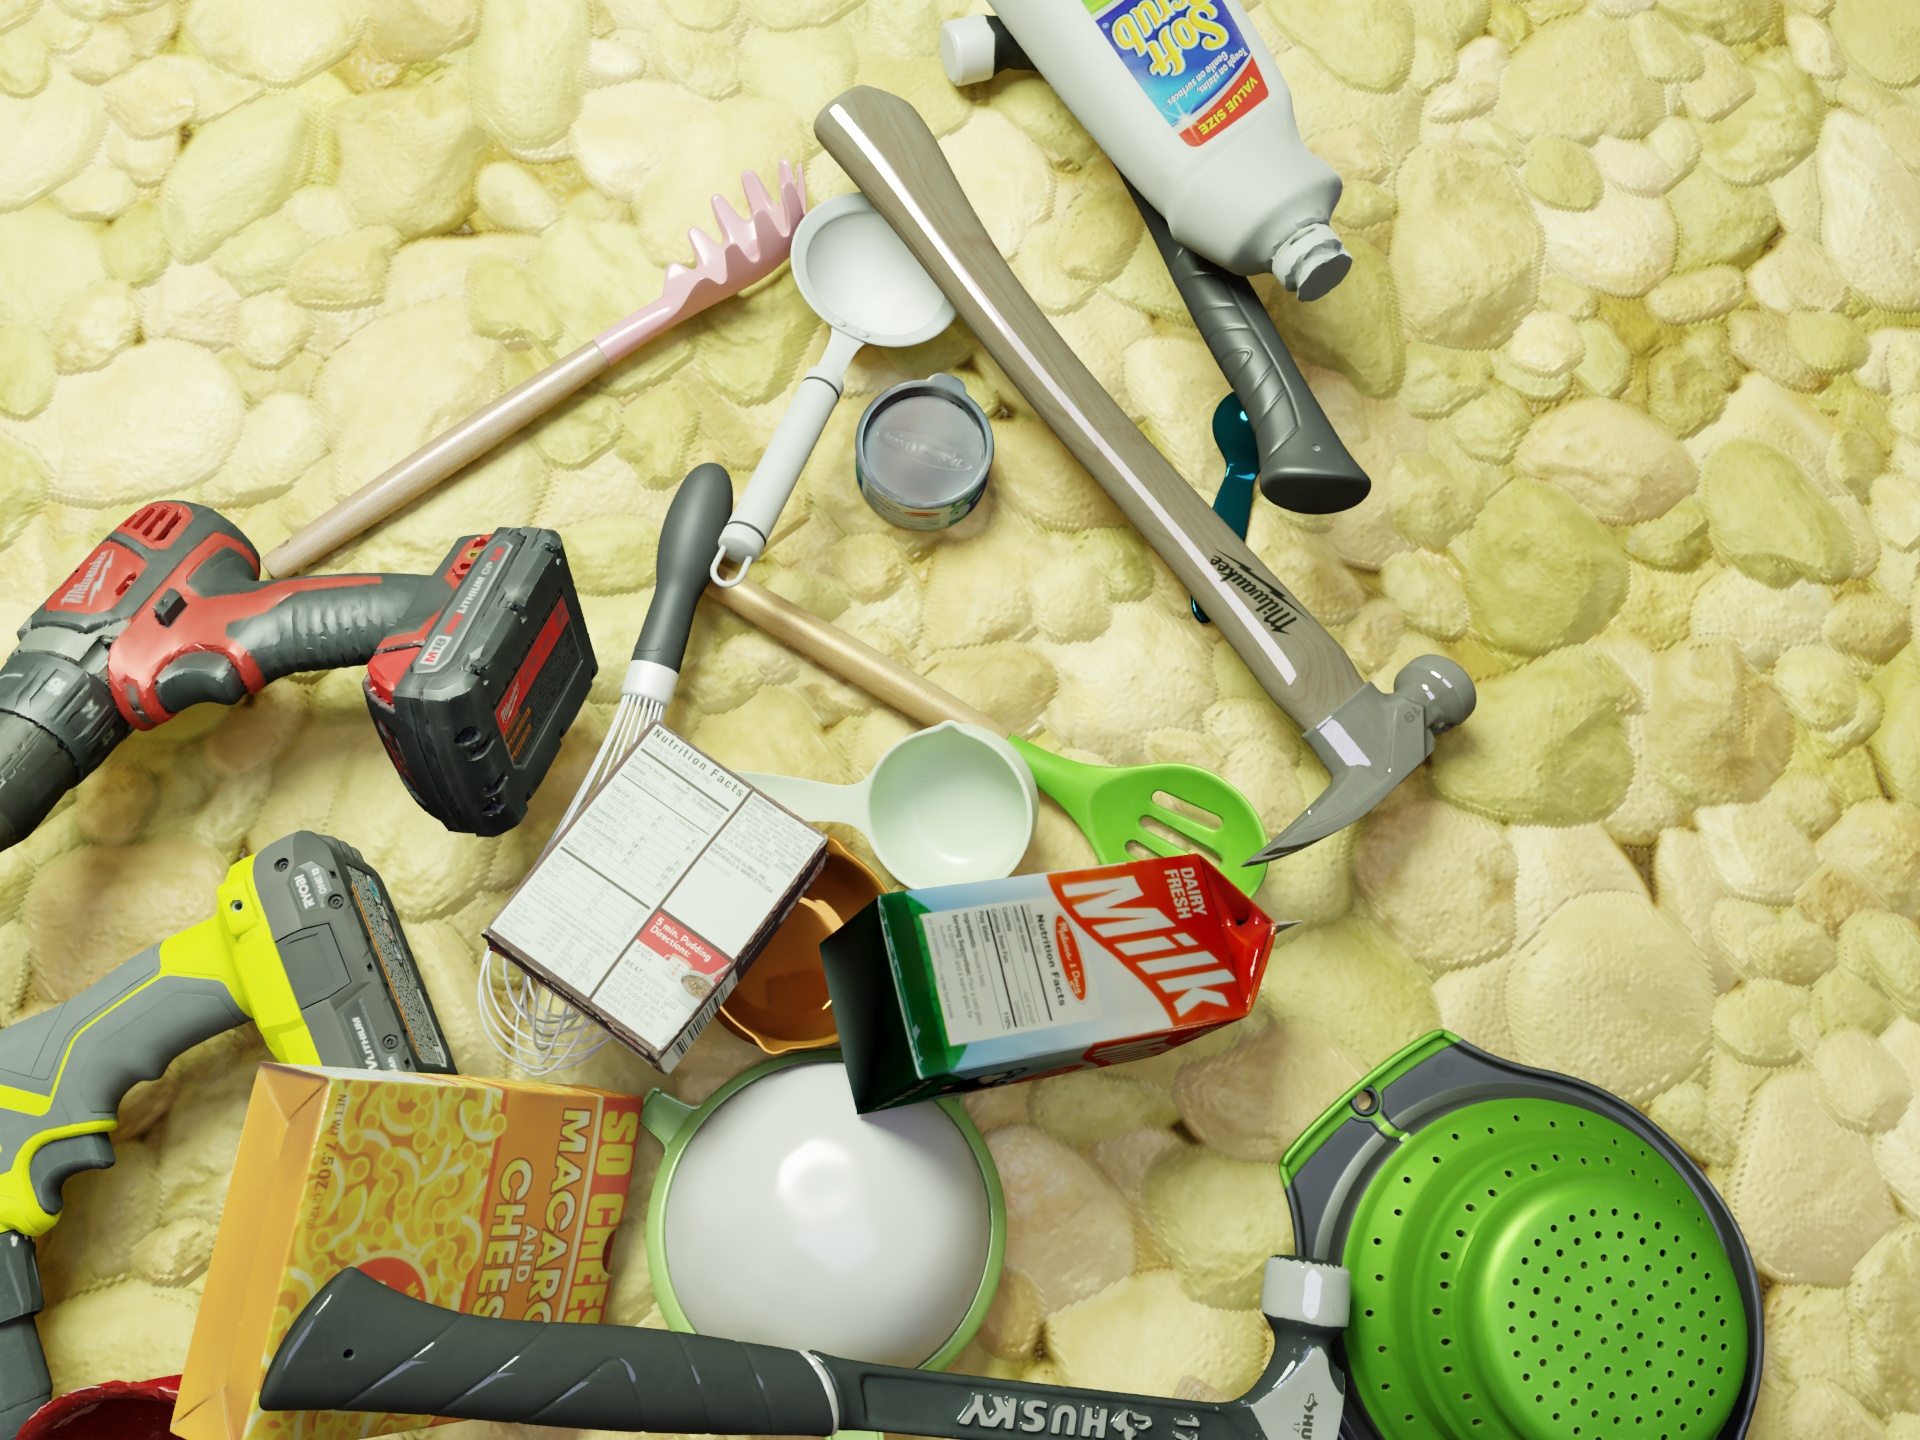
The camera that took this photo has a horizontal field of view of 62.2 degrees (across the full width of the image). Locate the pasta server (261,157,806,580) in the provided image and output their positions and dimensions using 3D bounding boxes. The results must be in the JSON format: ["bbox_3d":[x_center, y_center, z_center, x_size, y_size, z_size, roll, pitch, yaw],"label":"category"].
[{"bbox_3d":[-0.198,-0.167,0.759,0.316,0.040,0.060,-37,36,-10],"label":"pasta server"}]

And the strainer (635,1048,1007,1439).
[{"bbox_3d":[-0.044,0.245,0.619,0.151,0.069,0.257,-6,62,-9],"label":"strainer"}]

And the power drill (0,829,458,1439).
[{"bbox_3d":[-0.327,0.160,0.631,0.228,0.080,0.191,-24,80,-10],"label":"power drill"}]

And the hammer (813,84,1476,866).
[{"bbox_3d":[0.062,-0.124,0.733,0.146,0.038,0.411,-36,84,-29],"label":"hammer"}]

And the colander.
[{"bbox_3d":[0.299,0.309,0.644,0.204,0.094,0.397,-36,81,-12],"label":"colander"}]

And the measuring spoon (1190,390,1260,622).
[{"bbox_3d":[0.135,-0.109,0.777,0.042,0.021,0.129,17,75,0],"label":"measuring spoon"}]

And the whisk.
[{"bbox_3d":[-0.145,0.015,0.699,0.070,0.070,0.285,14,75,-1],"label":"whisk"}]

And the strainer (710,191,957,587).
[{"bbox_3d":[-0.063,-0.161,0.742,0.087,0.050,0.259,26,59,-7],"label":"strainer"}]

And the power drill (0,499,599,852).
[{"bbox_3d":[-0.283,-0.011,0.643,0.227,0.080,0.188,5,45,11],"label":"power drill"}]

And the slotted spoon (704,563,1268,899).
[{"bbox_3d":[-0.001,-0.002,0.737,0.314,0.031,0.070,30,93,6],"label":"slotted spoon"}]

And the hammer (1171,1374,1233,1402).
[{"bbox_3d":[0.019,0.415,0.628,0.130,0.031,0.331,33,75,4],"label":"hammer"}]

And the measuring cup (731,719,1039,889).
[{"bbox_3d":[-0.045,0.035,0.721,0.167,0.038,0.083,5,99,15],"label":"measuring cup"}]

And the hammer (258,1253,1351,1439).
[{"bbox_3d":[-0.034,0.250,0.575,0.408,0.036,0.149,15,74,-21],"label":"hammer"}]

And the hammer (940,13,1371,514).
[{"bbox_3d":[0.112,-0.236,0.766,0.146,0.035,0.335,-16,64,-11],"label":"hammer"}]

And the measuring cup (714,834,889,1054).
[{"bbox_3d":[-0.034,0.112,0.696,0.173,0.052,0.095,19,71,-12],"label":"measuring cup"}]
